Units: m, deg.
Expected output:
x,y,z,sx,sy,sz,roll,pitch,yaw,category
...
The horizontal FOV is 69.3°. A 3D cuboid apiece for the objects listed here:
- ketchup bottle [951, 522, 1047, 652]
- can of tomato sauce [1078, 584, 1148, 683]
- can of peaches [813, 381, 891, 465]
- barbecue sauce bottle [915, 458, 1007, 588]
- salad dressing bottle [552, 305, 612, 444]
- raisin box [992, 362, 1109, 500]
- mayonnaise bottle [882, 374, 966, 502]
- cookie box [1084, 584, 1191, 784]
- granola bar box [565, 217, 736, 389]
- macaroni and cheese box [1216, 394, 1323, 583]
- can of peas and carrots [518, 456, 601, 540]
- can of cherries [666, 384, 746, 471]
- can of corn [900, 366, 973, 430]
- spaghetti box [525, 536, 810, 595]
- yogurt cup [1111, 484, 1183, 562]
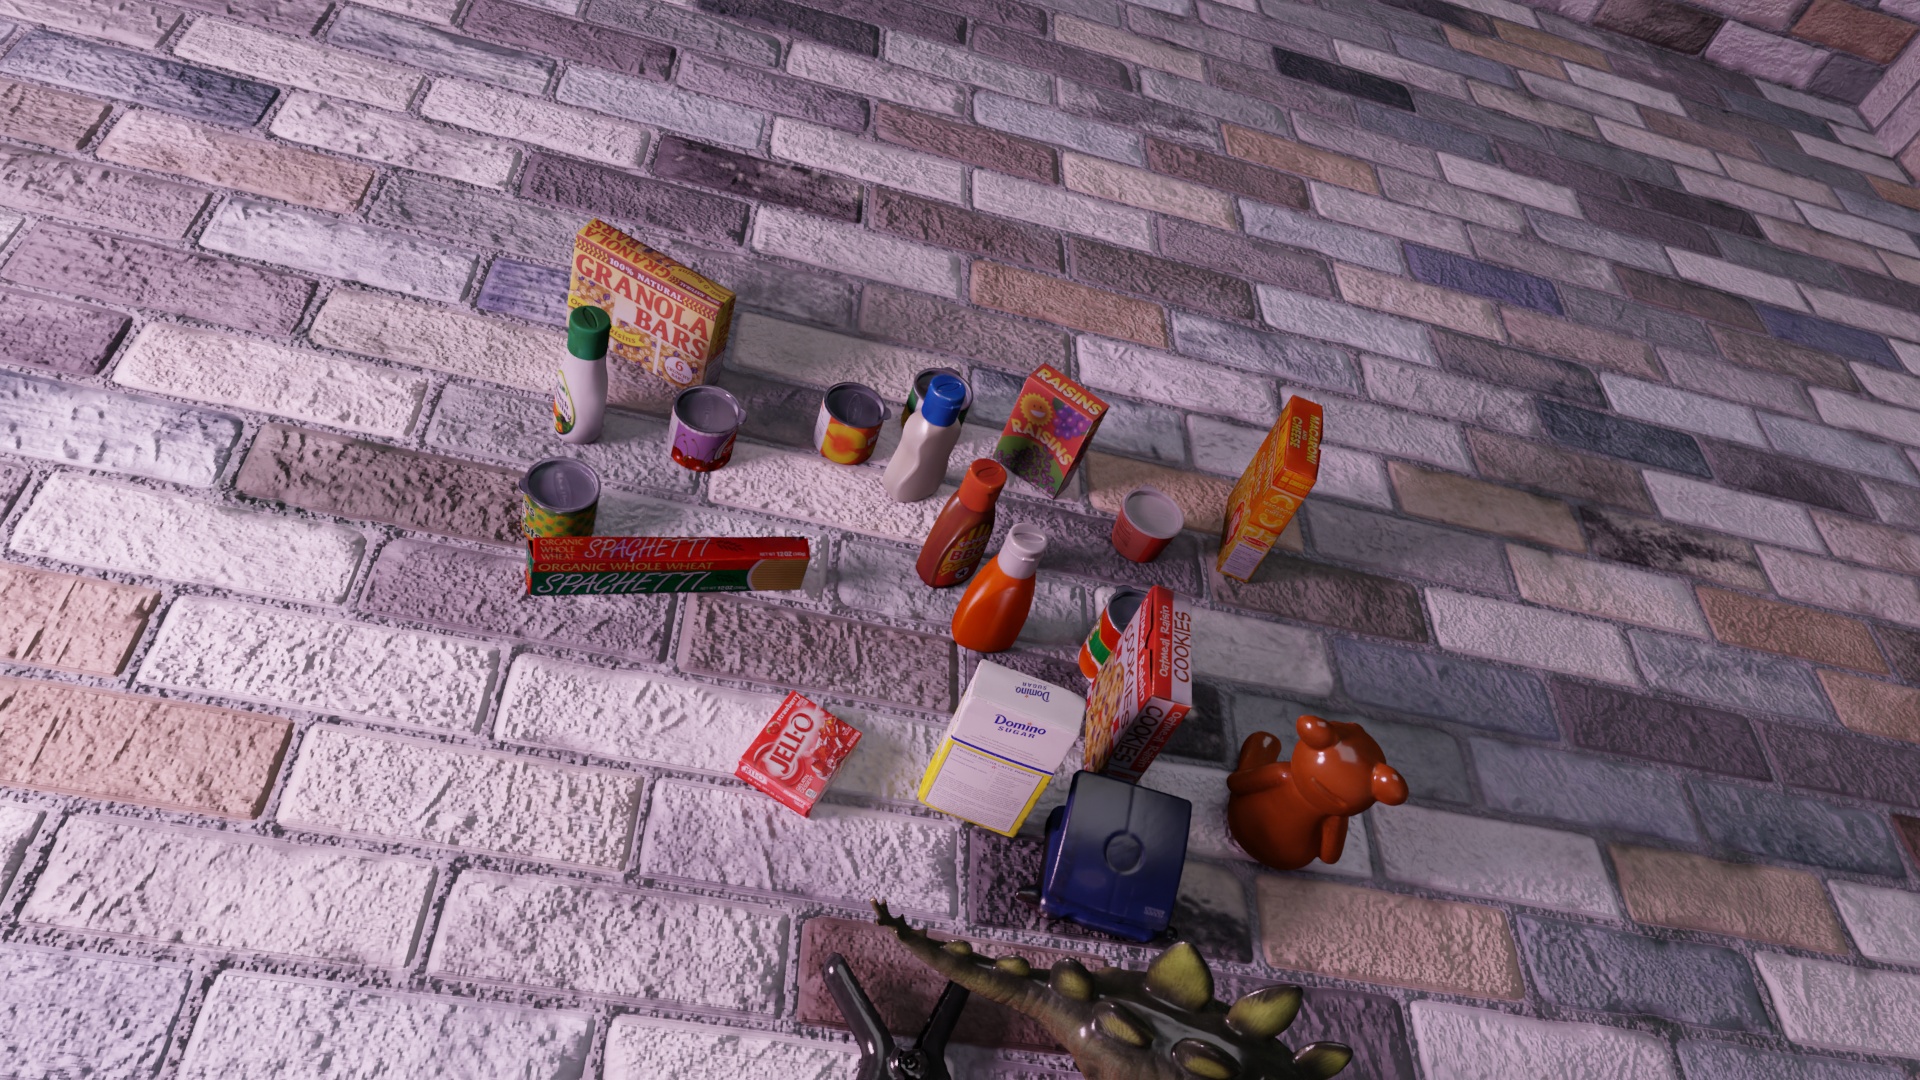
x,y,z,sx,sy,sz,roll,pitch,yaw,category
0.040,0.045,1.283,0.065,0.148,0.044,6,48,-17,ketchup bottle
0.155,0.096,1.329,0.071,0.082,0.071,11,47,-12,can of tomato sauce
-0.112,-0.120,1.433,0.071,0.057,0.071,11,47,-12,can of peaches
0.005,-0.017,1.324,0.065,0.147,0.044,-17,58,-33,barbecue sauce bottle
-0.355,-0.155,1.307,0.044,0.146,0.064,-12,56,-30,salad dressing bottle
0.094,-0.115,1.465,0.086,0.122,0.040,36,47,12,raisin box
-0.032,-0.101,1.386,0.065,0.147,0.041,-18,59,-33,mayonnaise bottle
0.155,0.139,1.231,0.040,0.166,0.123,16,46,-8,cookie box
-0.317,-0.234,1.409,0.165,0.123,0.039,29,46,5,granola bar box
0.329,-0.054,1.474,0.040,0.165,0.124,22,46,-2,macaroni and cheese box
-0.364,-0.032,1.255,0.071,0.058,0.071,11,47,-12,can of peas and carrots
-0.251,-0.109,1.369,0.071,0.058,0.072,11,47,-12,can of cherries
-0.025,-0.143,1.489,0.071,0.058,0.071,11,47,-12,can of corn
-0.262,0.022,1.253,0.250,0.049,0.029,0,50,-22,spaghetti box
0.194,-0.013,1.462,0.072,0.053,0.073,11,47,-12,yogurt cup
